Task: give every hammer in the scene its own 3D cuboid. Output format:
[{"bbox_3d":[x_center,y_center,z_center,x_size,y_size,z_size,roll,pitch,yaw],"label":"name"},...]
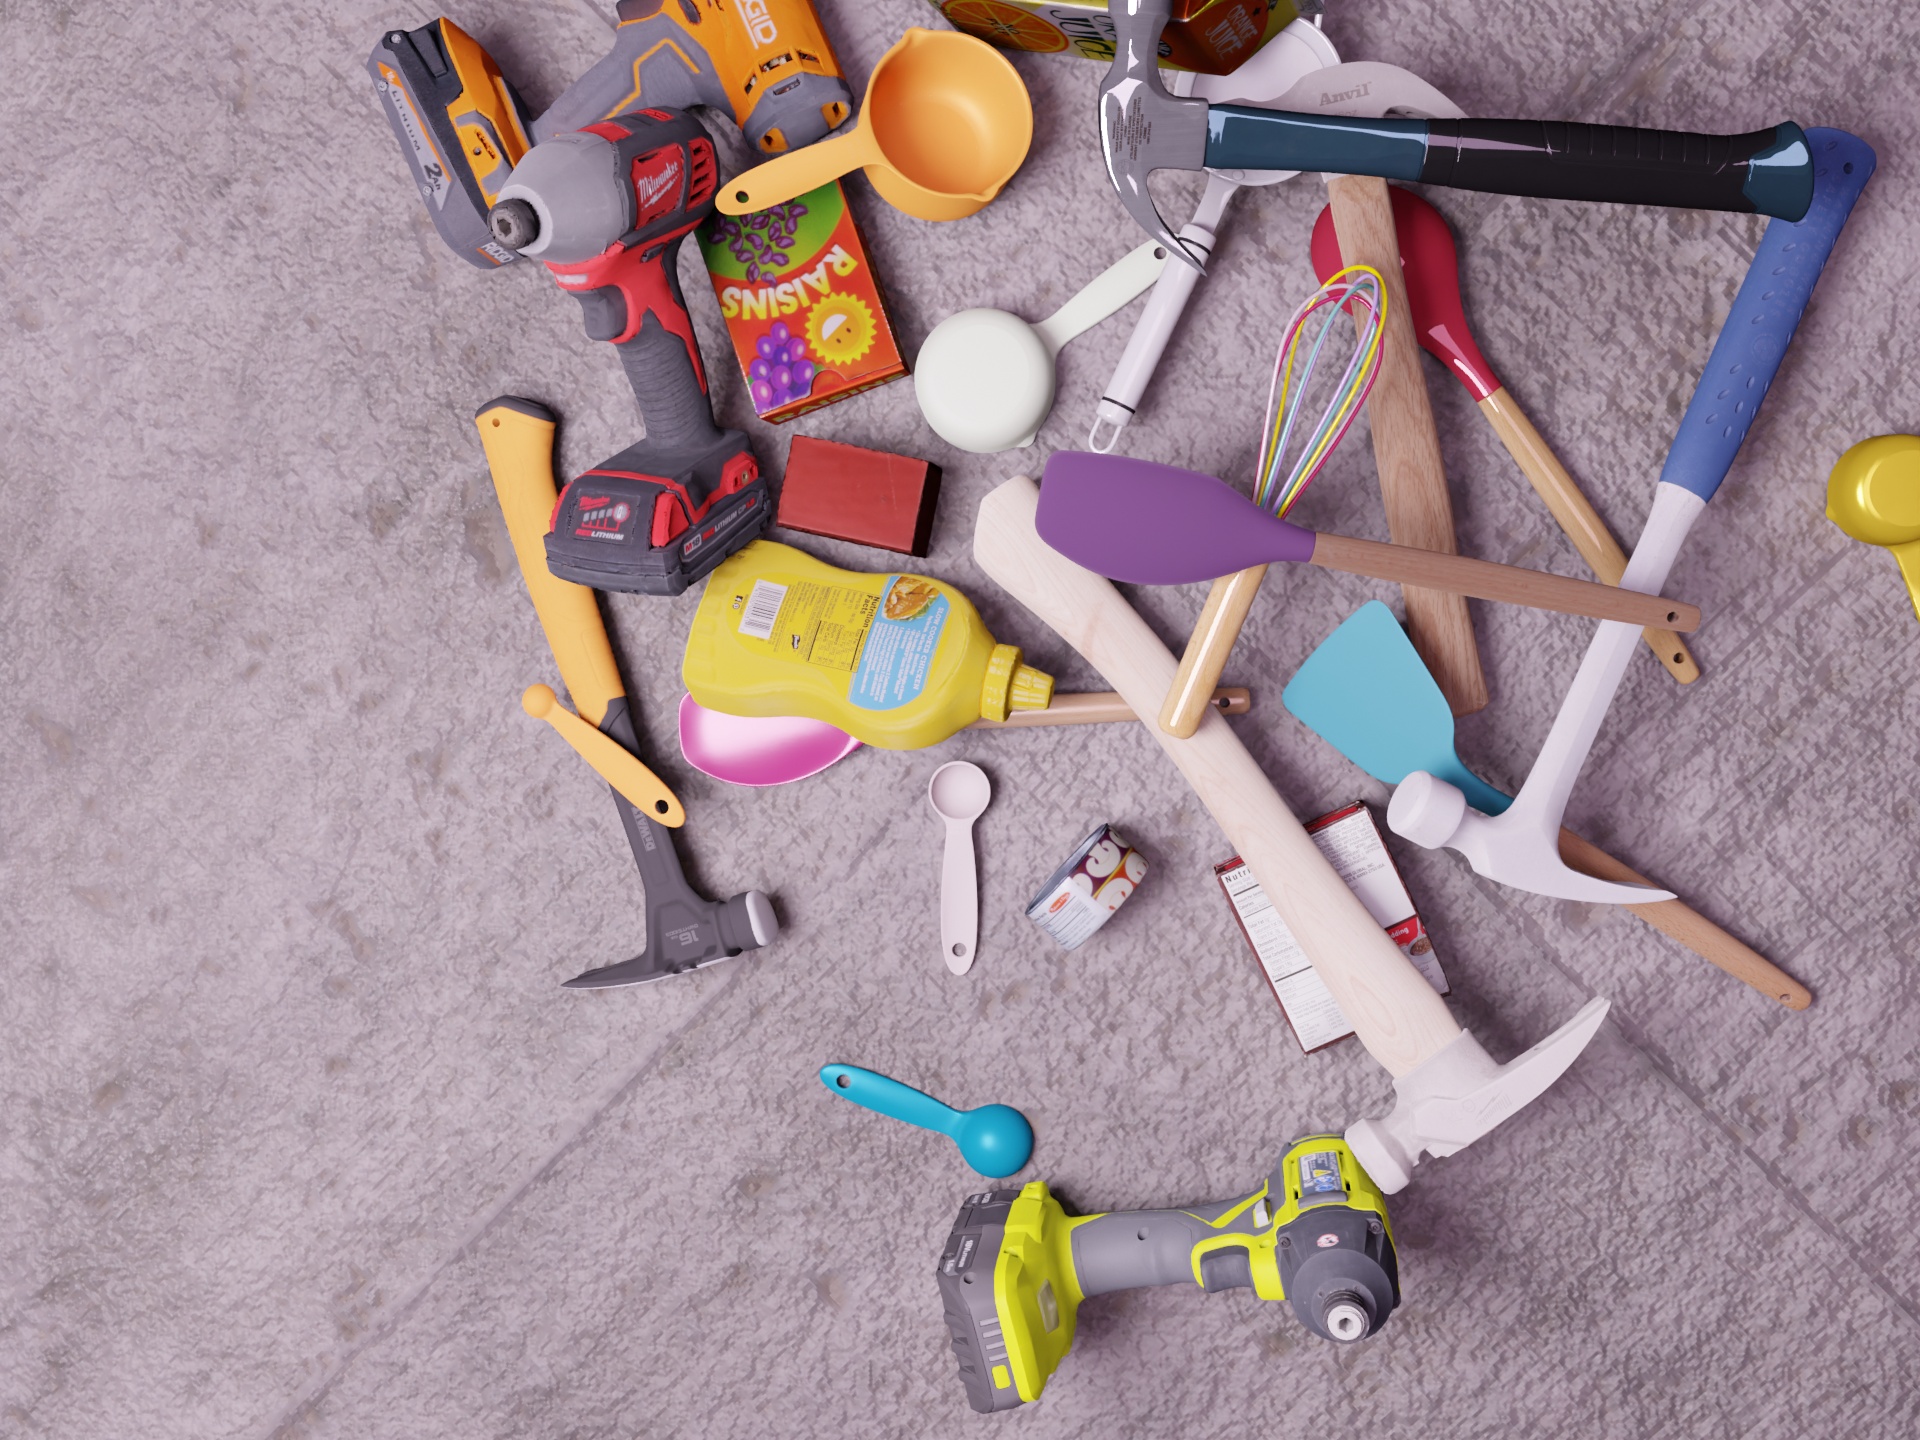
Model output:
[{"bbox_3d":[0.151,0.032,0.824,0.146,0.038,0.411,-37,80,6],"label":"hammer"},{"bbox_3d":[0.228,-0.265,0.739,0.331,0.033,0.128,5,115,1],"label":"hammer"},{"bbox_3d":[0.358,-0.100,0.789,0.144,0.035,0.405,26,88,-9],"label":"hammer"},{"bbox_3d":[0.225,-0.162,0.807,0.130,0.031,0.331,-13,102,9],"label":"hammer"},{"bbox_3d":[-0.211,-0.017,0.893,0.127,0.034,0.337,-18,90,16],"label":"hammer"}]

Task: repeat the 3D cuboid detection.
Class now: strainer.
[{"bbox_3d":[0.125,-0.258,0.828,0.087,0.050,0.258,26,97,7],"label":"strainer"}]

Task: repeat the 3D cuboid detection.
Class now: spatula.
[{"bbox_3d":[0.315,0.058,0.830,0.317,0.044,0.082,33,127,-6],"label":"spatula"},{"bbox_3d":[0.192,-0.075,0.756,0.316,0.018,0.059,10,109,2],"label":"spatula"}]

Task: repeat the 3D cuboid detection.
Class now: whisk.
[{"bbox_3d":[0.151,-0.105,0.785,0.047,0.051,0.245,27,103,23],"label":"whisk"}]

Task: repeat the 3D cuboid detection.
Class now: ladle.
[{"bbox_3d":[0.290,-0.148,0.830,0.069,0.031,0.315,-36,91,10],"label":"ladle"}]

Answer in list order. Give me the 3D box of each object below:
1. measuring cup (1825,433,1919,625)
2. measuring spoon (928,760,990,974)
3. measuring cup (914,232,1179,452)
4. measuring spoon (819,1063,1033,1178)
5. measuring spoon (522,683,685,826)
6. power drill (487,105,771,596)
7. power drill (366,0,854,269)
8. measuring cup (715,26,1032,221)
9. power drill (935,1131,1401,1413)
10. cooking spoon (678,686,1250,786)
[{"bbox_3d":[0.494,-0.072,0.806,0.062,0.029,0.156,-24,89,8],"label":"measuring cup"},{"bbox_3d":[0.000,0.082,0.891,0.034,0.018,0.124,1,101,5],"label":"measuring spoon"},{"bbox_3d":[0.049,-0.209,0.847,0.167,0.038,0.083,-35,89,9],"label":"measuring cup"},{"bbox_3d":[-0.021,0.224,0.896,0.128,0.021,0.042,21,96,4],"label":"measuring spoon"},{"bbox_3d":[-0.196,0.020,0.867,0.117,0.011,0.021,39,102,8],"label":"measuring spoon"},{"bbox_3d":[-0.166,-0.181,0.791,0.078,0.143,0.219,9,122,22],"label":"power drill"},{"bbox_3d":[-0.190,-0.355,0.848,0.226,0.084,0.164,-23,91,4],"label":"power drill"},{"bbox_3d":[-0.048,-0.289,0.824,0.173,0.052,0.095,-25,92,-11],"label":"measuring cup"},{"bbox_3d":[0.109,0.281,0.813,0.223,0.171,0.080,-14,94,11],"label":"power drill"},{"bbox_3d":[-0.001,-0.003,0.880,0.319,0.017,0.069,-3,92,8],"label":"cooking spoon"}]
